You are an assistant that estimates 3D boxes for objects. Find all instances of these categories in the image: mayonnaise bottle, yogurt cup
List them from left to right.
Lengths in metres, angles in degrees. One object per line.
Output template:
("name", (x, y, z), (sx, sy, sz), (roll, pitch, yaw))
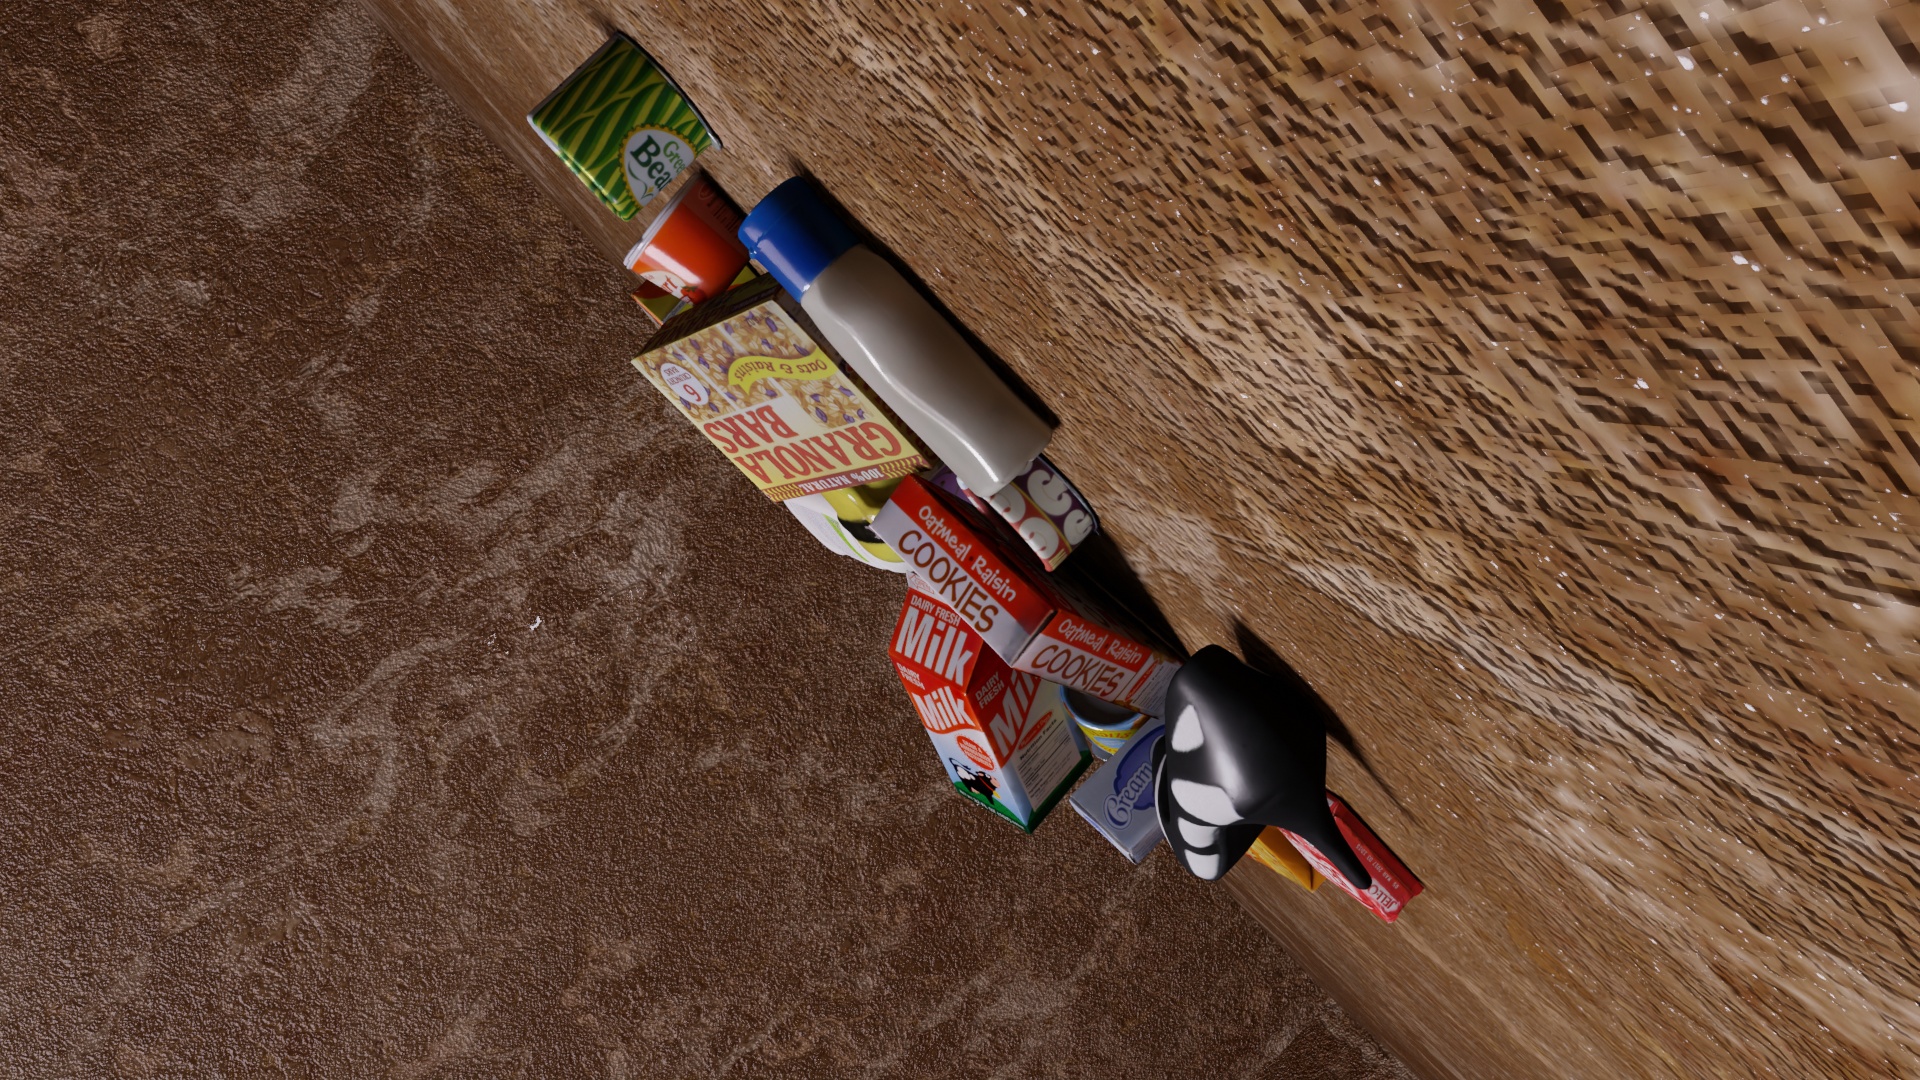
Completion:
("yogurt cup", (-0.150, -0.167, 0.791), (0.054, 0.072, 0.072), (38, 177, -14))
("mayonnaise bottle", (-0.027, -0.083, 0.566), (0.148, 0.041, 0.064), (46, 174, -3))

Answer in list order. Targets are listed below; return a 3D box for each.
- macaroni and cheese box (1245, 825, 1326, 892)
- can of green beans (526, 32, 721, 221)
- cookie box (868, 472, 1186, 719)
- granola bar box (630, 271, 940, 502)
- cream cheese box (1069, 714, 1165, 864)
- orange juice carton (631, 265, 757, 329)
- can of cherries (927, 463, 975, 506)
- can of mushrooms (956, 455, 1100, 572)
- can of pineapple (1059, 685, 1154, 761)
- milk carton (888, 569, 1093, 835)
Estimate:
("macaroni and cheese box", (0.184, 0.169, 0.941), (0.124, 0.040, 0.166), (45, 175, 2))
("can of green beans", (-0.160, -0.193, 0.654), (0.071, 0.058, 0.071), (45, 176, 5))
("cookie box", (0.043, 0.032, 0.749), (0.123, 0.040, 0.167), (42, -170, 35))
("granola bar box", (-0.092, -0.083, 0.762), (0.124, 0.039, 0.165), (46, 151, -24))
("cream cheese box", (0.121, 0.139, 0.833), (0.053, 0.104, 0.024), (40, 166, 36))
("orange juice carton", (-0.182, -0.168, 1.010), (0.073, 0.072, 0.192), (45, 176, -3))
("can of cherries", (0.003, -0.010, 0.837), (0.071, 0.058, 0.071), (45, 176, 5))
("can of mushrooms", (0.033, -0.017, 0.663), (0.071, 0.033, 0.071), (45, 175, 6))
("can of pineapple", (0.101, 0.100, 0.883), (0.071, 0.071, 0.057), (42, 175, 31))
("milk carton", (0.017, 0.096, 0.896), (0.072, 0.074, 0.189), (23, 148, 40))
